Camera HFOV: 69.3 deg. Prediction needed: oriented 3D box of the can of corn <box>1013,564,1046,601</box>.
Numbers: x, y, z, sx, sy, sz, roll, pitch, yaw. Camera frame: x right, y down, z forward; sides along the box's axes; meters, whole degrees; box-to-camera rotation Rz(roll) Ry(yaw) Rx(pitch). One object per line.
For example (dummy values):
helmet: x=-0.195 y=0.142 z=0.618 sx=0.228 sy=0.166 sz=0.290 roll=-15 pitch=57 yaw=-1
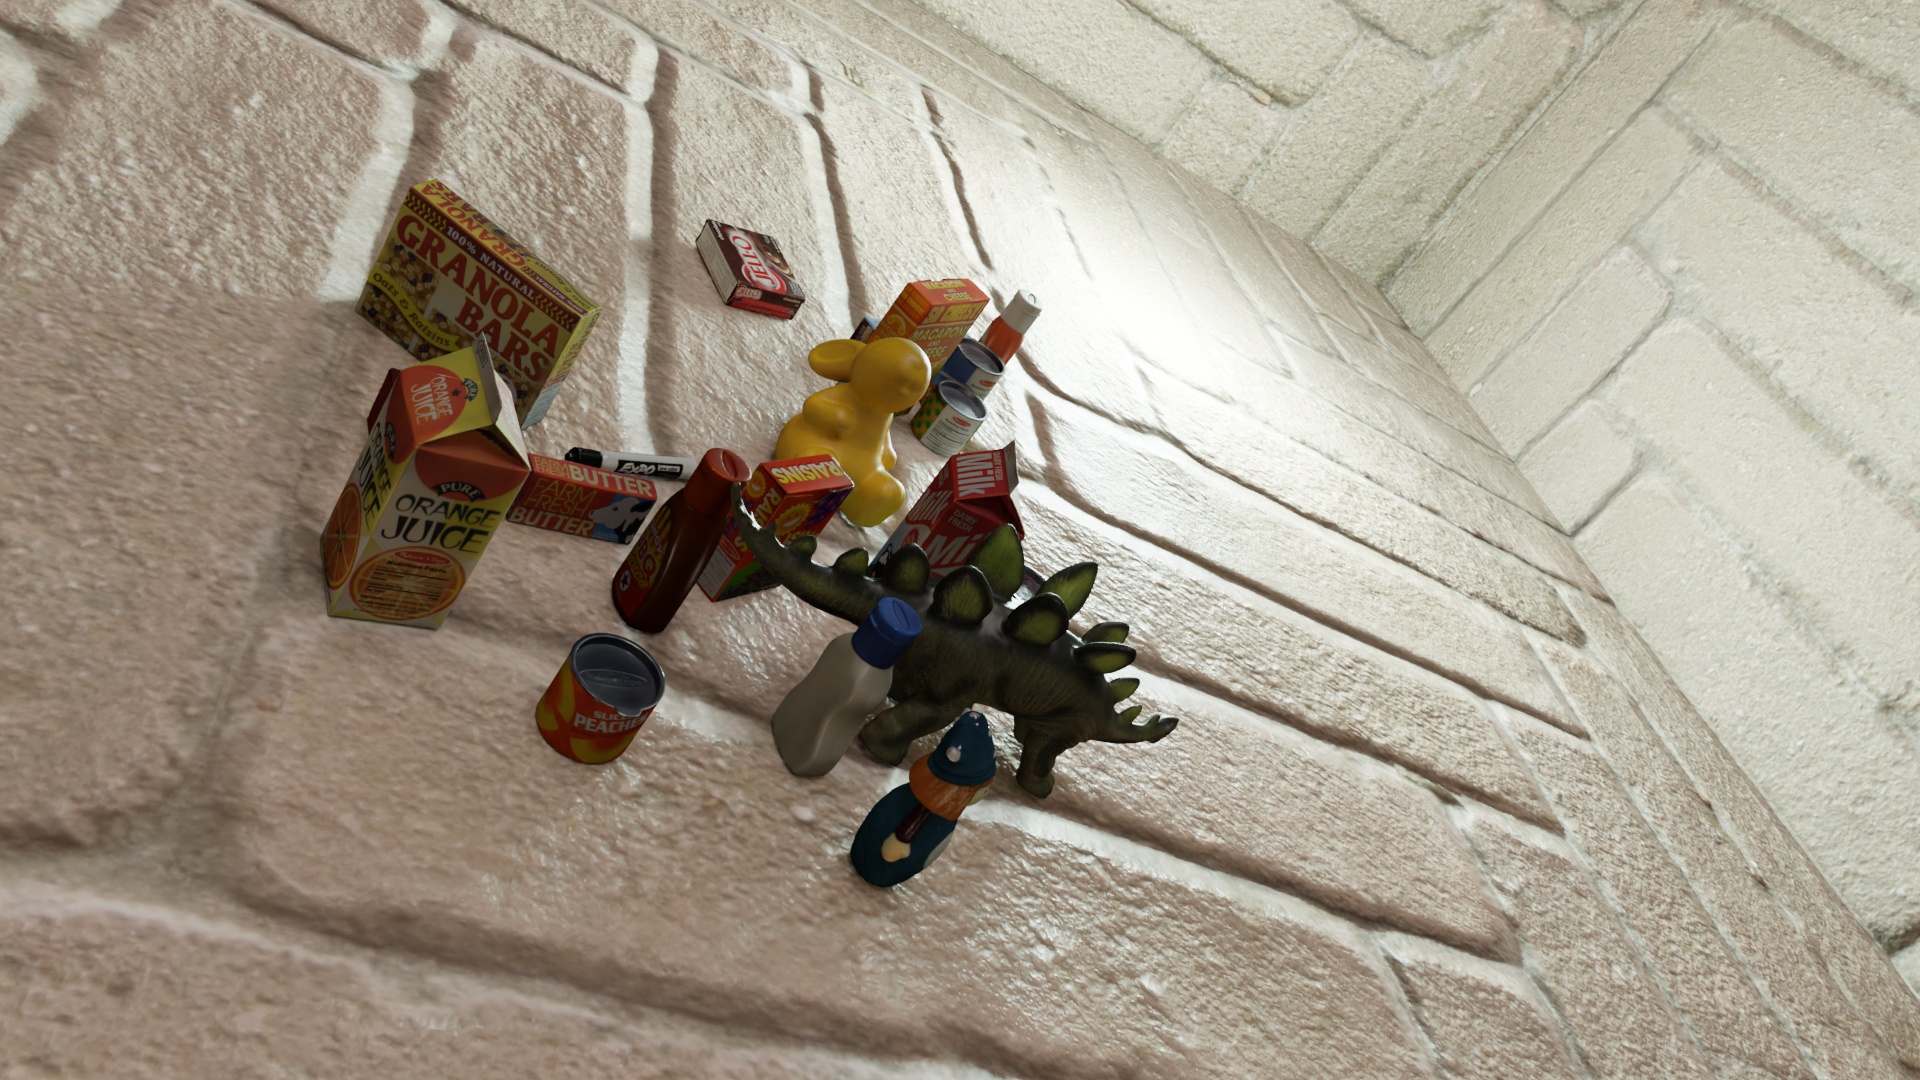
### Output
can of corn: x=0.051 y=0.064 z=1.299 sx=0.071 sy=0.058 sz=0.071 roll=28 pitch=30 yaw=-18

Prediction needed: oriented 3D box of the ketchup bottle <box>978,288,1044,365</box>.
ketchup bottle: x=0.041 y=-0.224 z=1.614 sx=0.043 sy=0.148 sz=0.065 roll=31 pitch=29 yaw=-14

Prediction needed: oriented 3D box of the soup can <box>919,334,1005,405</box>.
soup can: x=0.000 y=-0.180 z=1.571 sx=0.071 sy=0.083 sz=0.072 roll=29 pitch=30 yaw=-18

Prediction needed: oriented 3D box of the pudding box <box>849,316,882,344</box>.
pudding box: x=-0.086 y=-0.222 z=1.568 sx=0.084 sy=0.049 sz=0.030 roll=-2 pitch=48 yaw=-51

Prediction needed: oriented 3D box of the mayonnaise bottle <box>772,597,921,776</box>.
mayonnaise bottle: x=-0.081 y=0.103 z=0.996 sx=0.041 sy=0.147 sz=0.065 roll=12 pitch=38 yaw=-40

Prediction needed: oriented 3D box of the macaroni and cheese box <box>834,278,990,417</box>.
macaroni and cheese box: x=-0.056 y=-0.197 z=1.445 sx=0.040 sy=0.165 sz=0.124 roll=46 pitch=29 yaw=14

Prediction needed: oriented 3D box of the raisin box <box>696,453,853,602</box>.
raisin box: x=-0.151 y=-0.010 z=1.107 sx=0.040 sy=0.123 sz=0.086 roll=49 pitch=30 yaw=19

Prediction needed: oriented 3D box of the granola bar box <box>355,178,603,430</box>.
granola bar box: x=-0.381 y=-0.183 z=1.094 sx=0.165 sy=0.123 sz=0.039 roll=38 pitch=28 yaw=-1

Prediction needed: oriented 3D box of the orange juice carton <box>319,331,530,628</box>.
orange juice carton: x=-0.329 y=-0.037 z=0.867 sx=0.073 sy=0.191 sz=0.072 roll=12 pitch=37 yaw=-40

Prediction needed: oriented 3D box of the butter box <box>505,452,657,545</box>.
butter box: x=-0.288 y=-0.031 z=1.053 sx=0.103 sy=0.053 sz=0.024 roll=14 pitch=37 yaw=-38

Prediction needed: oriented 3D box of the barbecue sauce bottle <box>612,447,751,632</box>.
barbecue sauce bottle: x=-0.202 y=-0.003 z=1.010 sx=0.044 sy=0.148 sz=0.065 roll=14 pitch=36 yaw=-38

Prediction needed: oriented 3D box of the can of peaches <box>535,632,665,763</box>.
can of peaches: x=-0.236 y=0.105 z=0.909 sx=0.071 sy=0.057 sz=0.071 roll=28 pitch=30 yaw=-18

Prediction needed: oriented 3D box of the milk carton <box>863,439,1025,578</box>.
milk carton: x=-0.006 y=-0.001 z=1.190 sx=0.073 sy=0.189 sz=0.073 roll=27 pitch=30 yaw=-20

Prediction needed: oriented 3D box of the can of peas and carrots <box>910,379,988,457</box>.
can of peas and carrots: x=-0.012 y=-0.134 z=1.515 sx=0.071 sy=0.058 sz=0.071 roll=28 pitch=30 yaw=-18
